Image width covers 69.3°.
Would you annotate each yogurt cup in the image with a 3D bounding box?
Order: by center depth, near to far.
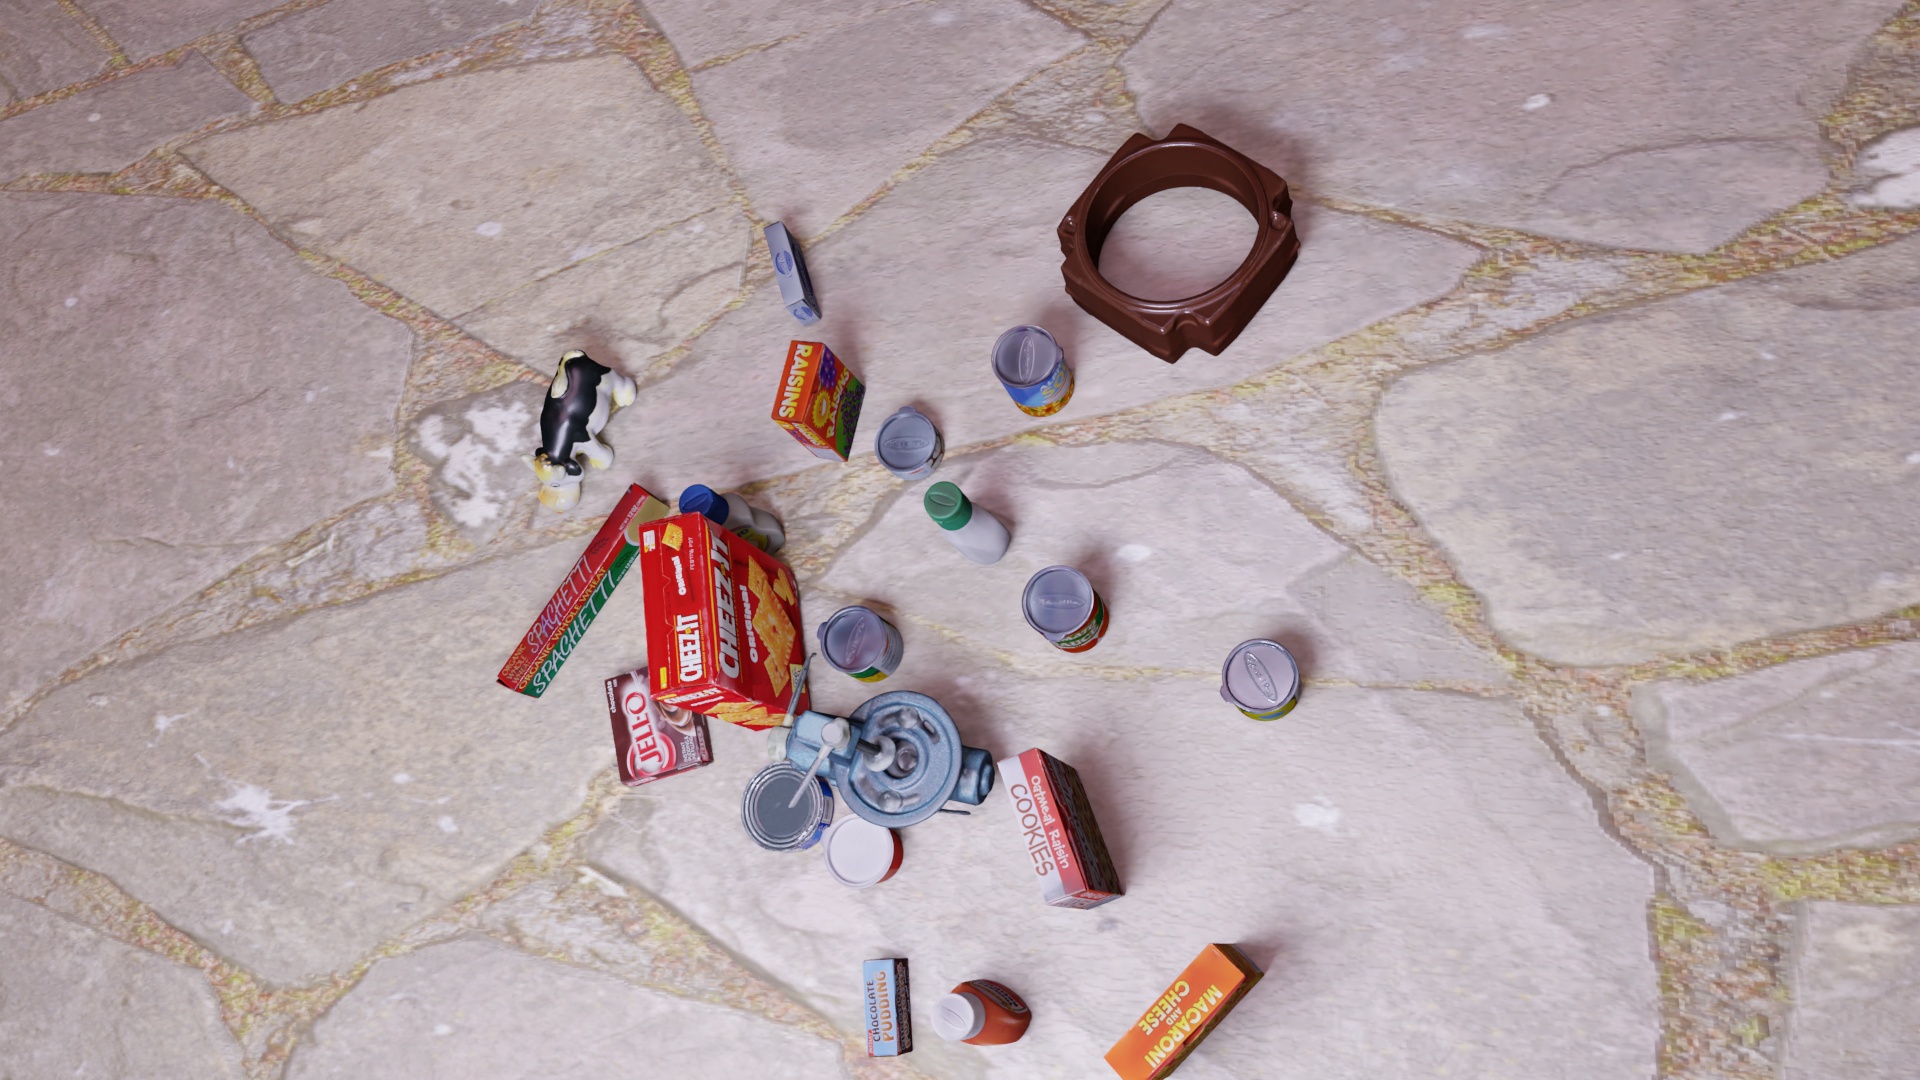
[{"bbox_3d":[-0.087,0.290,1.294,0.072,0.054,0.072,-5,73,15],"label":"yogurt cup"}]

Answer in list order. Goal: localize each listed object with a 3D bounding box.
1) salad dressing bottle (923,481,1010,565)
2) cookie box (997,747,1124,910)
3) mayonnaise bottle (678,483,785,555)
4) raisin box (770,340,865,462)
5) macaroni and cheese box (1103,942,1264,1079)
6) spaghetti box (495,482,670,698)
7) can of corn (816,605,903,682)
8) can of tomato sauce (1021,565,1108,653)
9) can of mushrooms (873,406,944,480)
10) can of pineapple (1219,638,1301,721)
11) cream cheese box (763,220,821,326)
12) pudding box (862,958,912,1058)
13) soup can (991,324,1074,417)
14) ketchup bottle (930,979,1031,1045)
[{"bbox_3d":[0.005,-0.016,1.308,0.064,0.147,0.044,19,80,21],"label":"salad dressing bottle"},{"bbox_3d":[0.089,0.250,1.192,0.040,0.167,0.123,-24,69,9],"label":"cookie box"},{"bbox_3d":[-0.230,-0.017,1.379,0.065,0.148,0.041,-31,68,6],"label":"mayonnaise bottle"},{"bbox_3d":[-0.142,-0.139,1.403,0.040,0.123,0.086,10,77,19],"label":"raisin box"},{"bbox_3d":[0.185,0.383,1.123,0.124,0.166,0.040,-47,67,0],"label":"macaroni and cheese box"},{"bbox_3d":[-0.395,0.054,1.460,0.029,0.050,0.250,32,85,22],"label":"spaghetti box"},{"bbox_3d":[-0.097,0.101,1.352,0.071,0.058,0.071,-5,73,15],"label":"can of corn"},{"bbox_3d":[0.099,0.067,1.290,0.071,0.083,0.071,-5,73,16],"label":"can of tomato sauce"},{"bbox_3d":[-0.051,-0.098,1.412,0.071,0.033,0.071,-5,73,15],"label":"can of mushrooms"},{"bbox_3d":[0.267,0.125,1.235,0.071,0.057,0.071,-5,73,15],"label":"can of pineapple"},{"bbox_3d":[-0.181,-0.287,1.497,0.024,0.053,0.104,-21,69,10],"label":"cream cheese box"},{"bbox_3d":[-0.066,0.419,1.250,0.030,0.049,0.084,-9,72,14],"label":"pudding box"},{"bbox_3d":[0.075,-0.165,1.367,0.071,0.083,0.071,-5,73,16],"label":"soup can"},{"bbox_3d":[0.013,0.402,1.178,0.065,0.148,0.043,28,84,22],"label":"ketchup bottle"}]
